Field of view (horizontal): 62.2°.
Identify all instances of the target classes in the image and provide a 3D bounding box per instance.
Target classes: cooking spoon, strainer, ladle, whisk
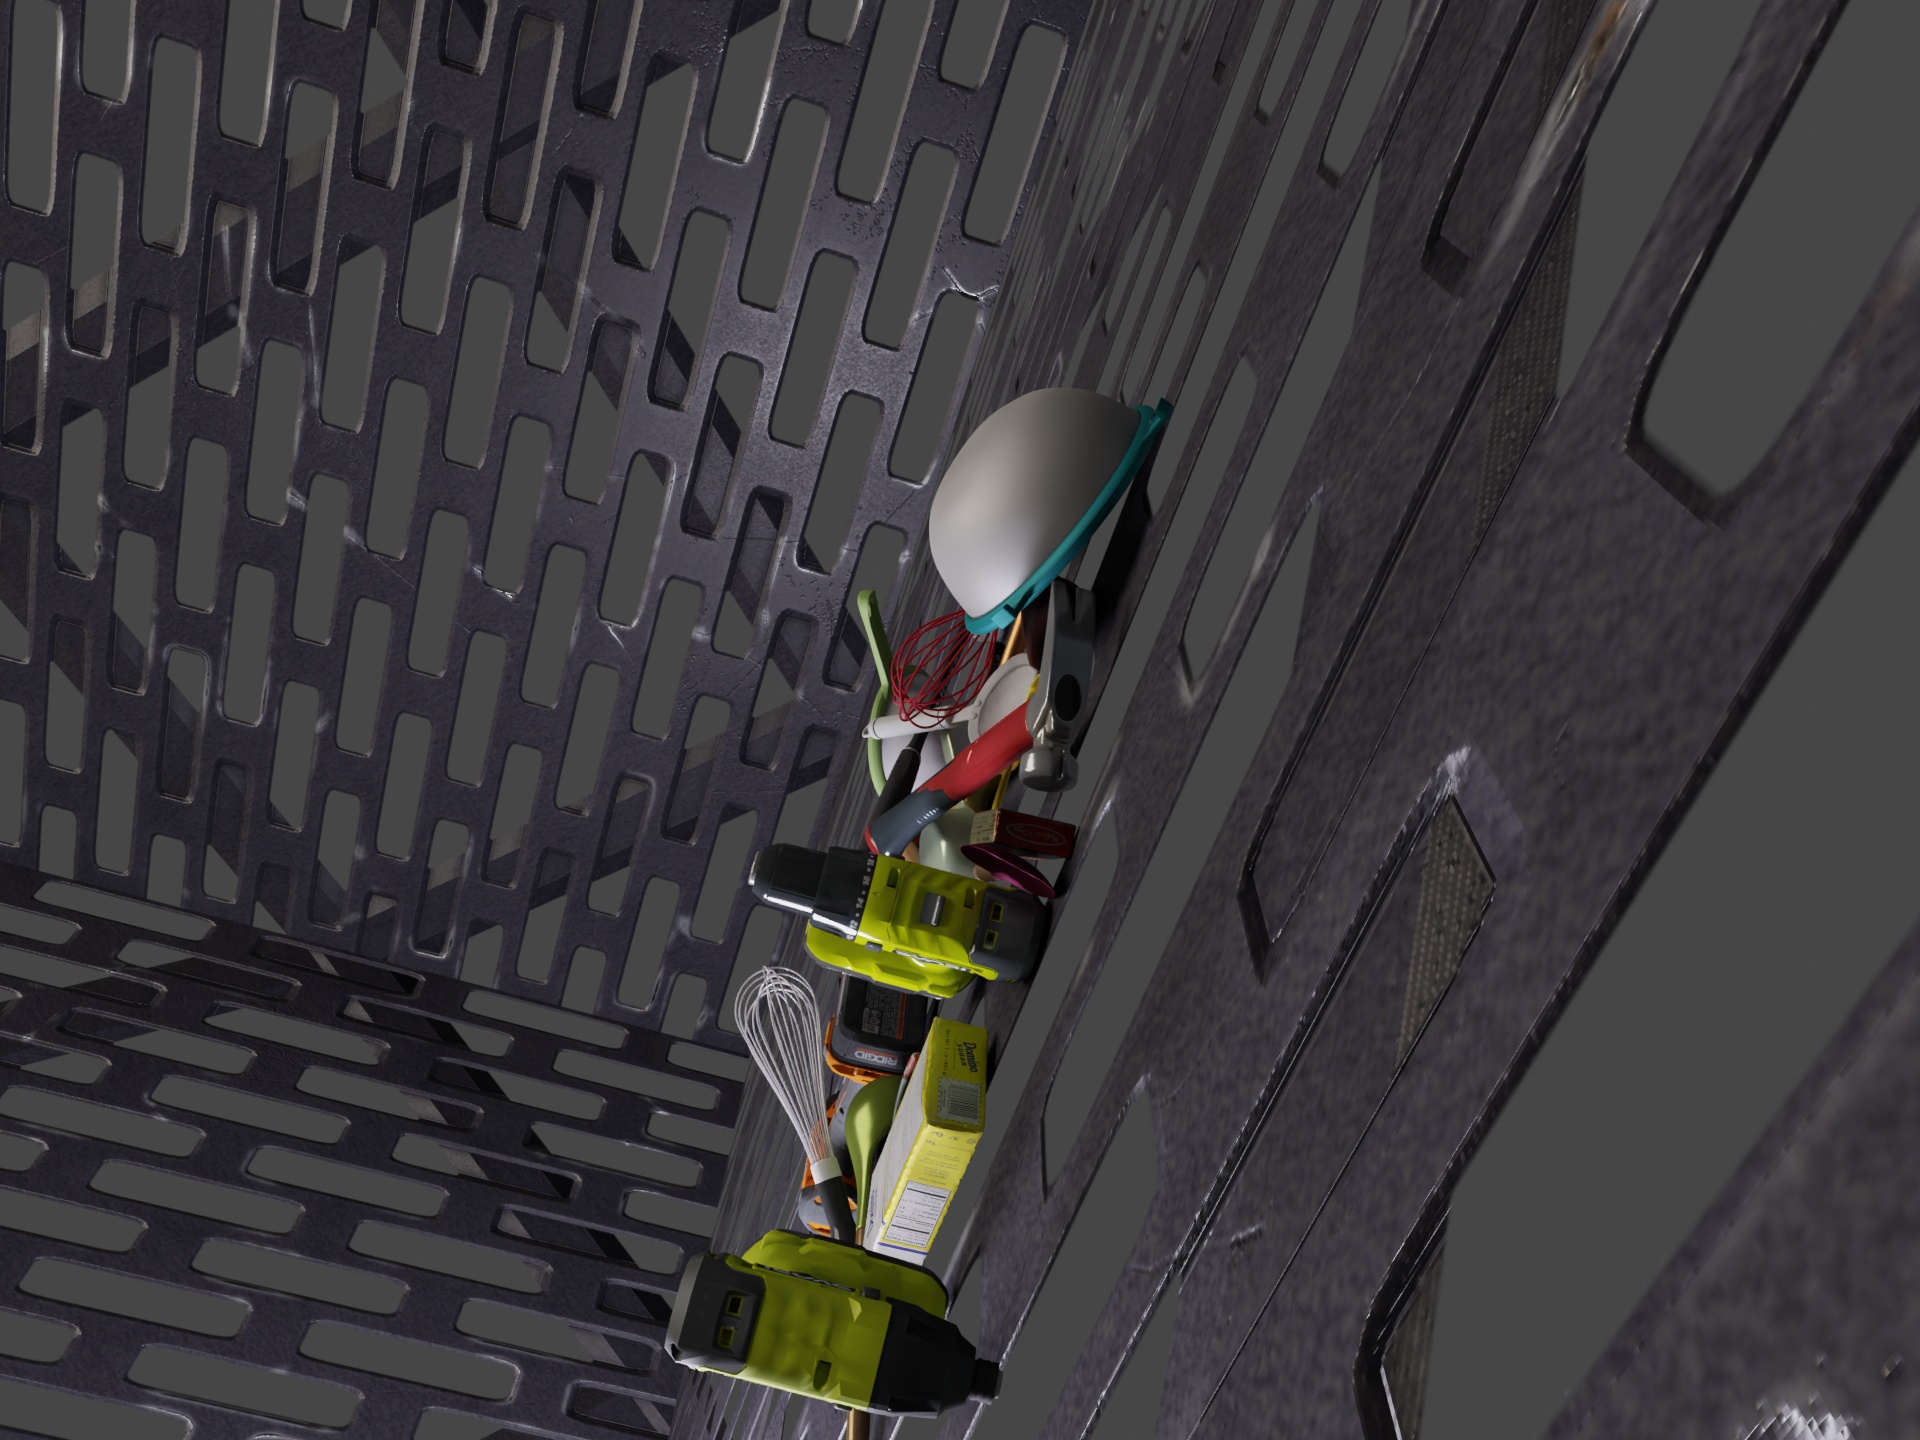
[{"bbox_3d":[0.026,0.106,1.136,0.017,0.069,0.319,-62,0,-7],"label":"cooking spoon"},{"bbox_3d":[0.029,-0.180,1.228,0.211,0.095,0.340,-53,14,-2],"label":"strainer"},{"bbox_3d":[-0.061,0.410,1.192,0.320,0.062,0.078,-90,25,-44],"label":"ladle"},{"bbox_3d":[-0.002,-0.004,1.317,0.258,0.050,0.087,-9,54,50],"label":"strainer"},{"bbox_3d":[-0.041,-0.021,1.571,0.152,0.069,0.256,-60,-35,-43],"label":"strainer"},{"bbox_3d":[-0.118,0.333,1.289,0.070,0.070,0.285,121,133,-64],"label":"whisk"},{"bbox_3d":[0.023,-0.087,1.298,0.296,0.073,0.073,-51,-12,-47],"label":"whisk"}]

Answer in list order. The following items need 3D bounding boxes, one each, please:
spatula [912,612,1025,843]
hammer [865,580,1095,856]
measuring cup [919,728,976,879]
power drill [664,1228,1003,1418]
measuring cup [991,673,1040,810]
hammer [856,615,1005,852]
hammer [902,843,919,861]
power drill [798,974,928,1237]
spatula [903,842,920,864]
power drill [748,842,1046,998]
[{"bbox_3d":[0.030,-0.035,1.425,0.081,0.041,0.322,18,-89,-56],"label":"spatula"},{"bbox_3d":[0.004,0.027,1.201,0.386,0.038,0.143,140,142,-63],"label":"hammer"},{"bbox_3d":[-0.017,0.069,1.341,0.083,0.038,0.168,132,131,-61],"label":"measuring cup"},{"bbox_3d":[-0.066,0.344,0.900,0.223,0.171,0.080,99,-175,-75],"label":"power drill"},{"bbox_3d":[0.050,0.033,1.196,0.062,0.029,0.156,-84,9,-52],"label":"measuring cup"},{"bbox_3d":[-0.039,0.020,1.463,0.149,0.036,0.409,79,-152,-56],"label":"hammer"},{"bbox_3d":[-0.056,0.191,1.640,0.332,0.031,0.130,-89,16,-63],"label":"hammer"},{"bbox_3d":[-0.089,0.323,1.416,0.164,0.084,0.226,-86,10,-61],"label":"power drill"},{"bbox_3d":[-0.044,0.144,1.515,0.318,0.044,0.082,-140,46,-75],"label":"spatula"},{"bbox_3d":[-0.052,0.138,1.113,0.228,0.190,0.080,117,168,-76],"label":"power drill"}]
